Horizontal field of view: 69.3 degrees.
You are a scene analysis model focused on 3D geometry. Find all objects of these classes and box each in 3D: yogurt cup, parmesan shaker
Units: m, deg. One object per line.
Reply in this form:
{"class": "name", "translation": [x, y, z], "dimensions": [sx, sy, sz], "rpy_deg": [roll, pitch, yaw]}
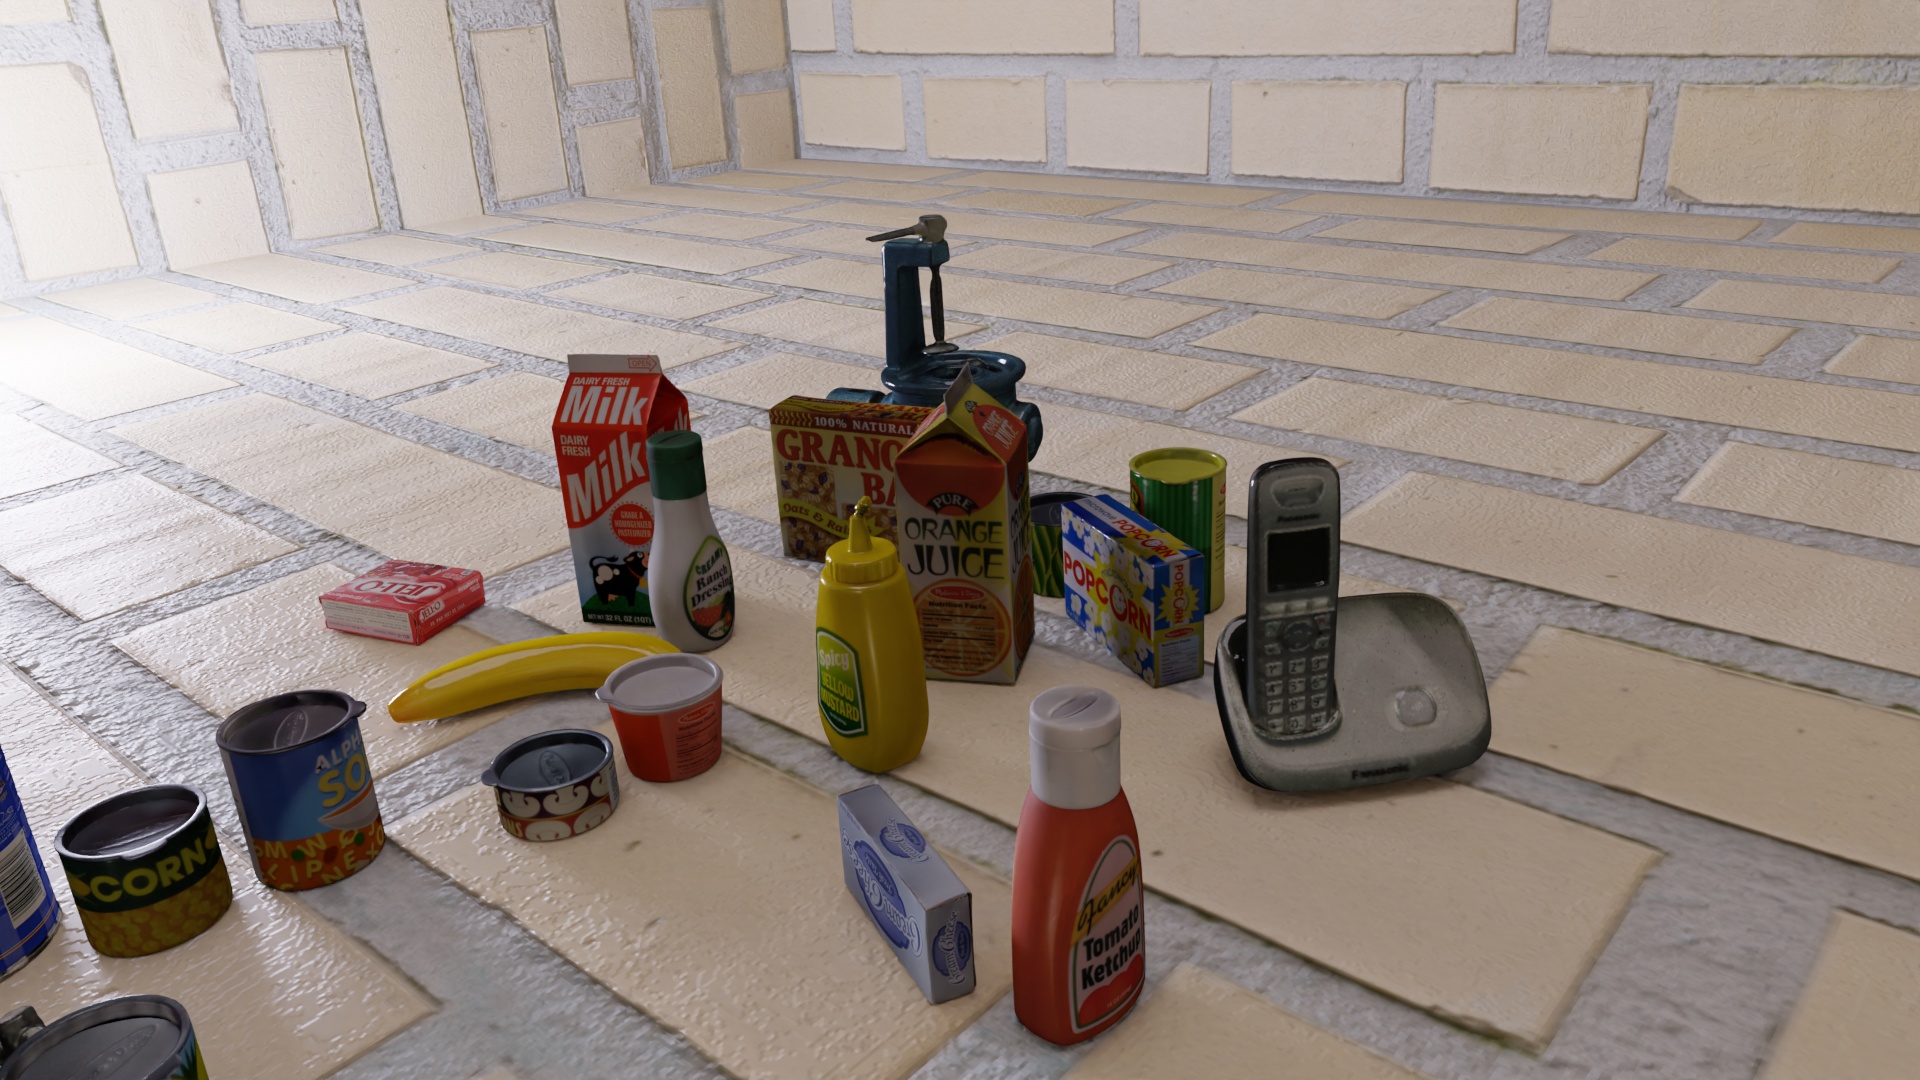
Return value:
{"class": "yogurt cup", "translation": [-0.169, 0.103, 0.806], "dimensions": [0.072, 0.053, 0.073], "rpy_deg": [-3, 22, 1]}
{"class": "parmesan shaker", "translation": [0.150, -0.005, 0.960], "dimensions": [0.071, 0.102, 0.071], "rpy_deg": [-3, 22, 1]}

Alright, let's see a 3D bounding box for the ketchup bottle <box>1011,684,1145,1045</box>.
{"class": "ketchup bottle", "translation": [0.048, 0.133, 0.579], "dimensions": [0.043, 0.148, 0.065], "rpy_deg": [17, 30, 41]}

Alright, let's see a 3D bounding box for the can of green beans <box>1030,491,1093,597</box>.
{"class": "can of green beans", "translation": [0.074, 0.003, 1.012], "dimensions": [0.071, 0.057, 0.071], "rpy_deg": [-3, 22, 1]}

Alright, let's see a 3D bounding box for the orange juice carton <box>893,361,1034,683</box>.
{"class": "orange juice carton", "translation": [0.003, -0.011, 0.878], "dimensions": [0.073, 0.191, 0.072], "rpy_deg": [2, 23, 13]}

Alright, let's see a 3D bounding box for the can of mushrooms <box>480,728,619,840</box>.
{"class": "can of mushrooms", "translation": [-0.225, 0.134, 0.765], "dimensions": [0.071, 0.033, 0.071], "rpy_deg": [-3, 22, 1]}

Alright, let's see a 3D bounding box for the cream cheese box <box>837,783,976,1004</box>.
{"class": "cream cheese box", "translation": [-0.026, 0.162, 0.645], "dimensions": [0.024, 0.053, 0.104], "rpy_deg": [-13, 24, -23]}

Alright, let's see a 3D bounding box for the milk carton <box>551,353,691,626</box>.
{"class": "milk carton", "translation": [-0.233, -0.040, 0.983], "dimensions": [0.072, 0.189, 0.074], "rpy_deg": [2, 23, 13]}

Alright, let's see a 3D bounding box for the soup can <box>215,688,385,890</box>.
{"class": "soup can", "translation": [-0.340, 0.129, 0.727], "dimensions": [0.071, 0.083, 0.071], "rpy_deg": [-3, 22, 1]}

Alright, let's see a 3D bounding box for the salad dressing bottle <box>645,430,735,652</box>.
{"class": "salad dressing bottle", "translation": [-0.184, 0.001, 0.934], "dimensions": [0.044, 0.147, 0.064], "rpy_deg": [9, 25, 28]}

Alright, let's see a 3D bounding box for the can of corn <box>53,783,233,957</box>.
{"class": "can of corn", "translation": [-0.401, 0.163, 0.686], "dimensions": [0.071, 0.058, 0.071], "rpy_deg": [-3, 22, 1]}

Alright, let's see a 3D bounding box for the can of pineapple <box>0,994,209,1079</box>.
{"class": "can of pineapple", "translation": [-0.326, 0.221, 0.536], "dimensions": [0.071, 0.057, 0.071], "rpy_deg": [-3, 22, 1]}

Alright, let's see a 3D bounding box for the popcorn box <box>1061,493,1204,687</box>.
{"class": "popcorn box", "translation": [0.110, 0.030, 0.905], "dimensions": [0.038, 0.085, 0.127], "rpy_deg": [-12, 24, -20]}

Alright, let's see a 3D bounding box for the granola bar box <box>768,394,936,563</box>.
{"class": "granola bar box", "translation": [-0.060, -0.041, 1.048], "dimensions": [0.165, 0.123, 0.039], "rpy_deg": [8, 24, 25]}

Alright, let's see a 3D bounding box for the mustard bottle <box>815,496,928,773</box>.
{"class": "mustard bottle", "translation": [-0.053, 0.050, 0.780], "dimensions": [0.049, 0.159, 0.065], "rpy_deg": [-21, 28, -37]}
